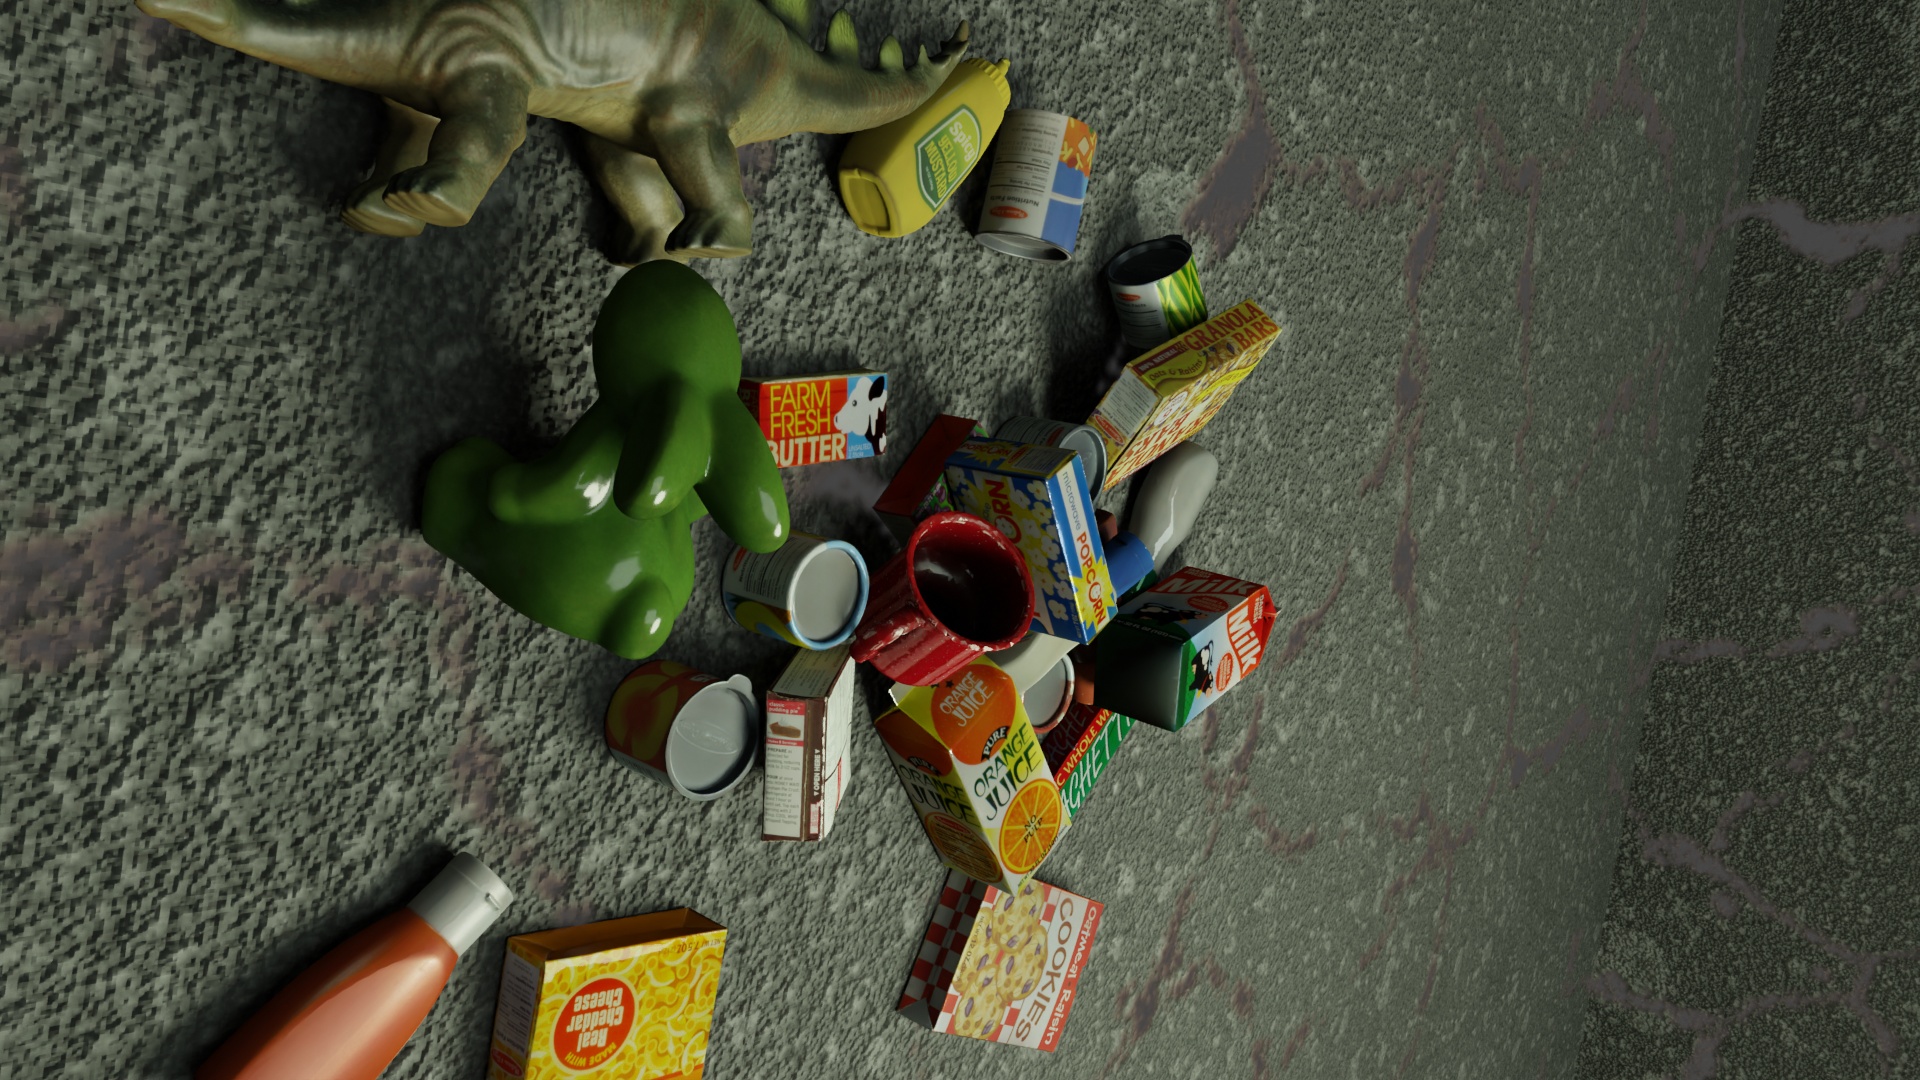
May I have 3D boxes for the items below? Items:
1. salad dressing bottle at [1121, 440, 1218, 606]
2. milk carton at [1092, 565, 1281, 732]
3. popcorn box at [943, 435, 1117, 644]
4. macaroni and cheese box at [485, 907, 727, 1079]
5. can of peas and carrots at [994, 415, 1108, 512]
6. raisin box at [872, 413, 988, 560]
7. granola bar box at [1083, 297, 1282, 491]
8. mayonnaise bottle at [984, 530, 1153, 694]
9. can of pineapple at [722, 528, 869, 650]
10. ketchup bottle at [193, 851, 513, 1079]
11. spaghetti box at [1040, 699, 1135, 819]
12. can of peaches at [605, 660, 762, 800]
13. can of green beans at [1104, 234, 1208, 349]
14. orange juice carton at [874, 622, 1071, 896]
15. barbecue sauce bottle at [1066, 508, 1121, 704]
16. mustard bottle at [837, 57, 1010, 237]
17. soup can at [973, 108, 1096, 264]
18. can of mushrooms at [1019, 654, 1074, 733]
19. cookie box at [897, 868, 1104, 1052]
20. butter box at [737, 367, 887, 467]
[{"bbox_3d":[0.157,-0.010,1.114,0.148,0.044,0.064,-61,143,-17],"label":"salad dressing bottle"},{"bbox_3d":[0.182,0.074,1.083,0.191,0.072,0.073,-25,122,-52],"label":"milk carton"},{"bbox_3d":[0.046,-0.001,0.890,0.038,0.085,0.126,-40,127,-36],"label":"popcorn box"},{"bbox_3d":[-0.202,0.299,0.774,0.124,0.040,0.166,6,94,-49],"label":"macaroni and cheese box"},{"bbox_3d":[0.062,-0.051,0.981,0.071,0.059,0.070,-17,113,-46],"label":"can of peas and carrots"},{"bbox_3d":[0.003,-0.012,0.937,0.086,0.040,0.123,-57,135,-24],"label":"raisin box"},{"bbox_3d":[0.155,-0.105,1.037,0.166,0.039,0.123,-31,163,-41],"label":"granola bar box"},{"bbox_3d":[0.071,0.049,0.983,0.148,0.065,0.041,-37,123,-15],"label":"mayonnaise bottle"},{"bbox_3d":[-0.095,0.028,0.817,0.071,0.058,0.070,-16,111,-47],"label":"can of pineapple"},{"bbox_3d":[-0.280,0.215,0.659,0.149,0.043,0.064,-47,132,-32],"label":"ketchup bottle"},{"bbox_3d":[0.107,0.147,1.106,0.251,0.028,0.050,-51,133,-28],"label":"spaghetti box"},{"bbox_3d":[-0.152,0.102,0.769,0.071,0.058,0.071,-15,110,-47],"label":"can of peaches"},{"bbox_3d":[0.148,-0.185,1.040,0.071,0.071,0.057,-48,132,-31],"label":"can of green beans"},{"bbox_3d":[0.004,0.148,0.951,0.072,0.073,0.191,-45,130,-32],"label":"orange juice carton"},{"bbox_3d":[0.095,0.053,1.057,0.065,0.044,0.148,-26,119,-35],"label":"barbecue sauce bottle"},{"bbox_3d":[-0.011,-0.253,0.848,0.161,0.049,0.065,-52,146,-27],"label":"mustard bottle"},{"bbox_3d":[0.051,-0.232,0.917,0.071,0.071,0.083,13,89,-50],"label":"soup can"},{"bbox_3d":[0.052,0.110,1.028,0.071,0.033,0.070,-17,112,-47],"label":"can of mushrooms"},{"bbox_3d":[0.037,0.316,1.057,0.167,0.040,0.123,34,73,-48],"label":"cookie box"},{"bbox_3d":[-0.087,-0.073,0.827,0.104,0.024,0.053,-12,108,-48],"label":"butter box"}]
